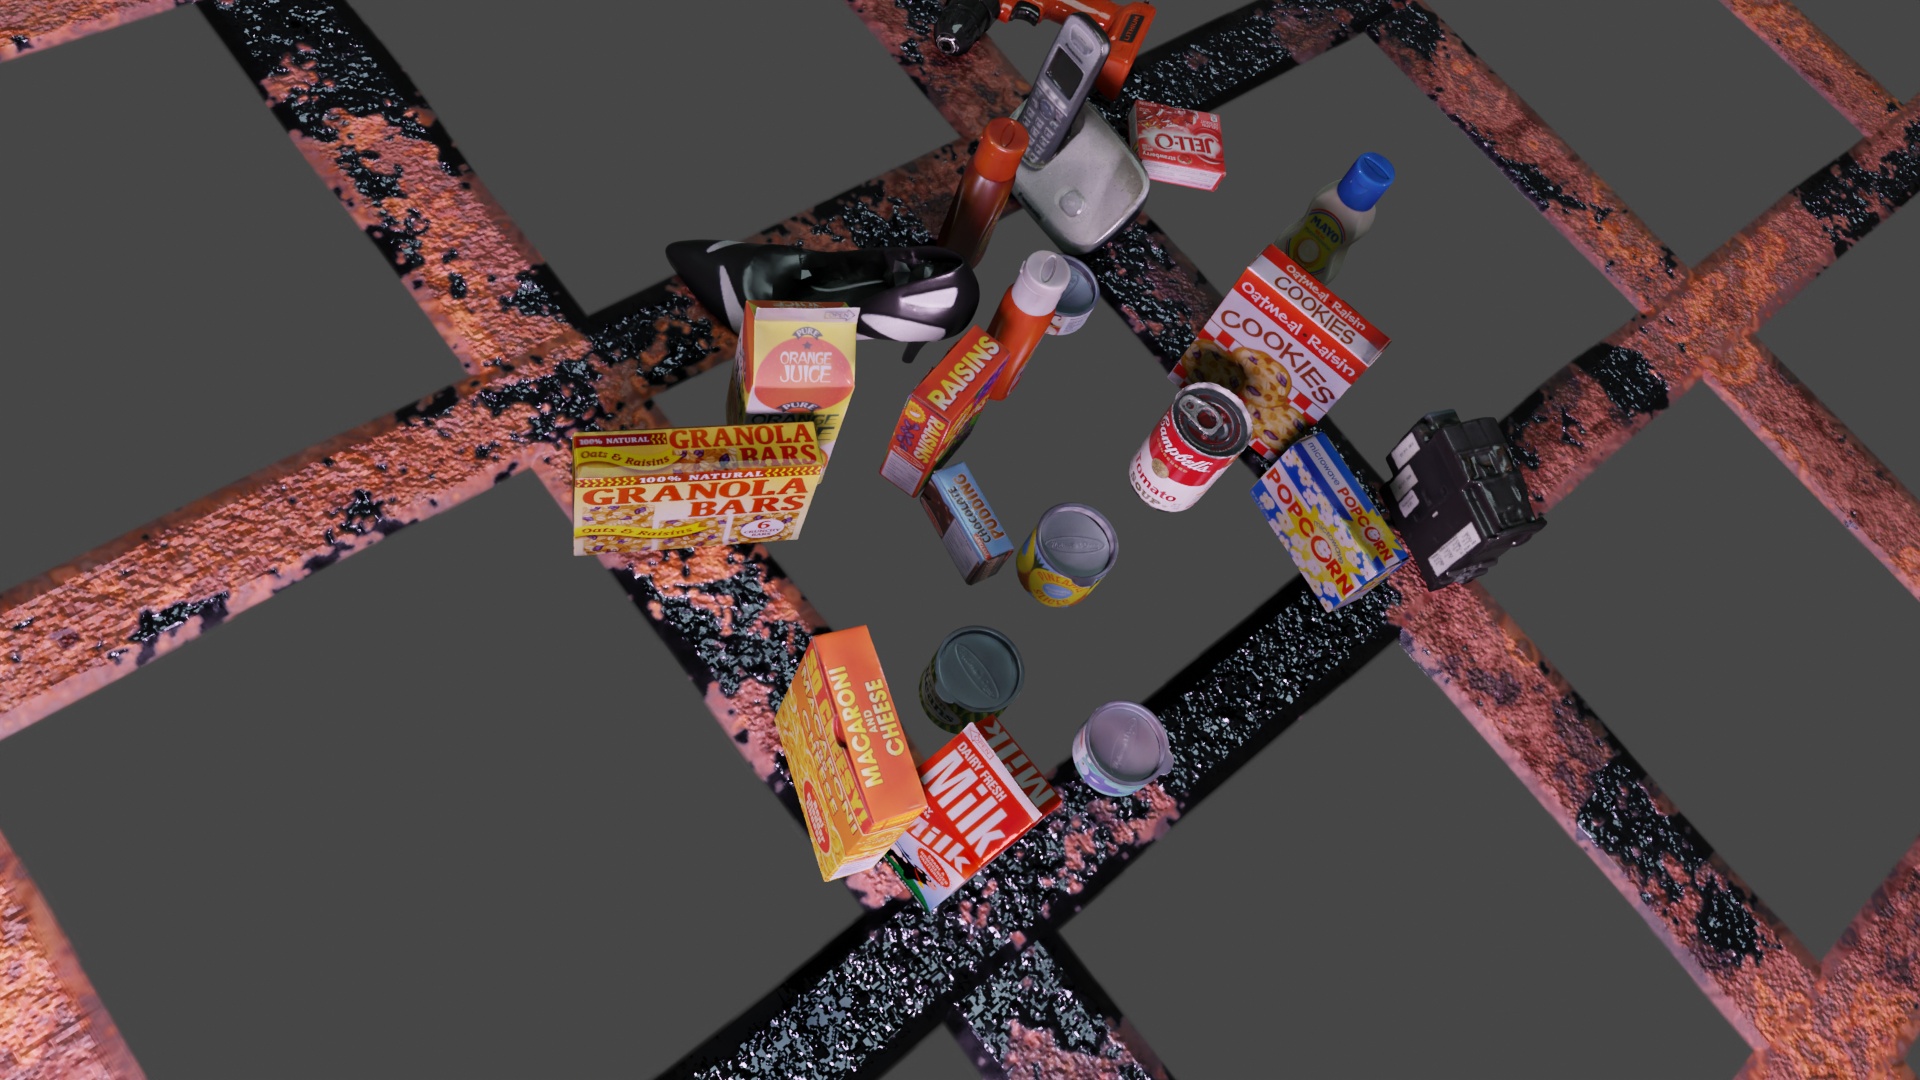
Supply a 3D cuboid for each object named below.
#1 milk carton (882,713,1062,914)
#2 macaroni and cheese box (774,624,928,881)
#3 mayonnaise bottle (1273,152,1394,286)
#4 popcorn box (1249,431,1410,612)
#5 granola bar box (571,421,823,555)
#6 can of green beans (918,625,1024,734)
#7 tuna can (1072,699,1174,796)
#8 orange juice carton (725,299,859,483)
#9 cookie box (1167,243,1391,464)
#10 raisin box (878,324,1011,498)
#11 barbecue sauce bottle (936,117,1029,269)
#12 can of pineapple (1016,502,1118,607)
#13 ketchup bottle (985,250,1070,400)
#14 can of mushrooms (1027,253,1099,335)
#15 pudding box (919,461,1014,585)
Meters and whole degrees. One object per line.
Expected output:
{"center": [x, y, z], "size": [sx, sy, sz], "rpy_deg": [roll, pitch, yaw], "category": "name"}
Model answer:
{"center": [0.004, 0.175, 0.901], "size": [0.074, 0.189, 0.072], "rpy_deg": [-33, 78, -27], "category": "milk carton"}
{"center": [-0.076, 0.143, 0.908], "size": [0.040, 0.165, 0.124], "rpy_deg": [-13, 69, -21], "category": "macaroni and cheese box"}
{"center": [0.336, -0.287, 1.247], "size": [0.065, 0.147, 0.041], "rpy_deg": [45, 62, 8], "category": "mayonnaise bottle"}
{"center": [0.300, -0.015, 1.139], "size": [0.038, 0.085, 0.127], "rpy_deg": [-23, 73, -24], "category": "popcorn box"}
{"center": [-0.191, -0.037, 0.988], "size": [0.166, 0.123, 0.039], "rpy_deg": [-4, 66, -18], "category": "granola bar box"}
{"center": [0.007, 0.103, 1.013], "size": [0.071, 0.057, 0.071], "rpy_deg": [6, 63, -13], "category": "can of green beans"}
{"center": [0.121, 0.156, 1.034], "size": [0.071, 0.032, 0.071], "rpy_deg": [6, 63, -13], "category": "tuna can"}
{"center": [-0.124, -0.114, 1.005], "size": [0.072, 0.191, 0.073], "rpy_deg": [-1, 65, -16], "category": "orange juice carton"}
{"center": [0.259, -0.150, 1.147], "size": [0.123, 0.166, 0.040], "rpy_deg": [41, 61, 6], "category": "cookie box"}
{"center": [-0.014, -0.098, 1.069], "size": [0.040, 0.122, 0.086], "rpy_deg": [38, 61, 4], "category": "raisin box"}
{"center": [0.019, -0.290, 1.158], "size": [0.044, 0.148, 0.065], "rpy_deg": [22, 61, -5], "category": "barbecue sauce bottle"}
{"center": [0.081, 0.014, 1.079], "size": [0.071, 0.057, 0.071], "rpy_deg": [6, 63, -13], "category": "can of pineapple"}
{"center": [0.047, -0.174, 1.109], "size": [0.043, 0.148, 0.065], "rpy_deg": [23, 61, -4], "category": "ketchup bottle"}
{"center": [0.083, -0.215, 1.205], "size": [0.071, 0.033, 0.071], "rpy_deg": [6, 63, -13], "category": "can of mushrooms"}
{"center": [0.004, -0.013, 1.074], "size": [0.030, 0.049, 0.084], "rpy_deg": [-23, 73, -24], "category": "pudding box"}
